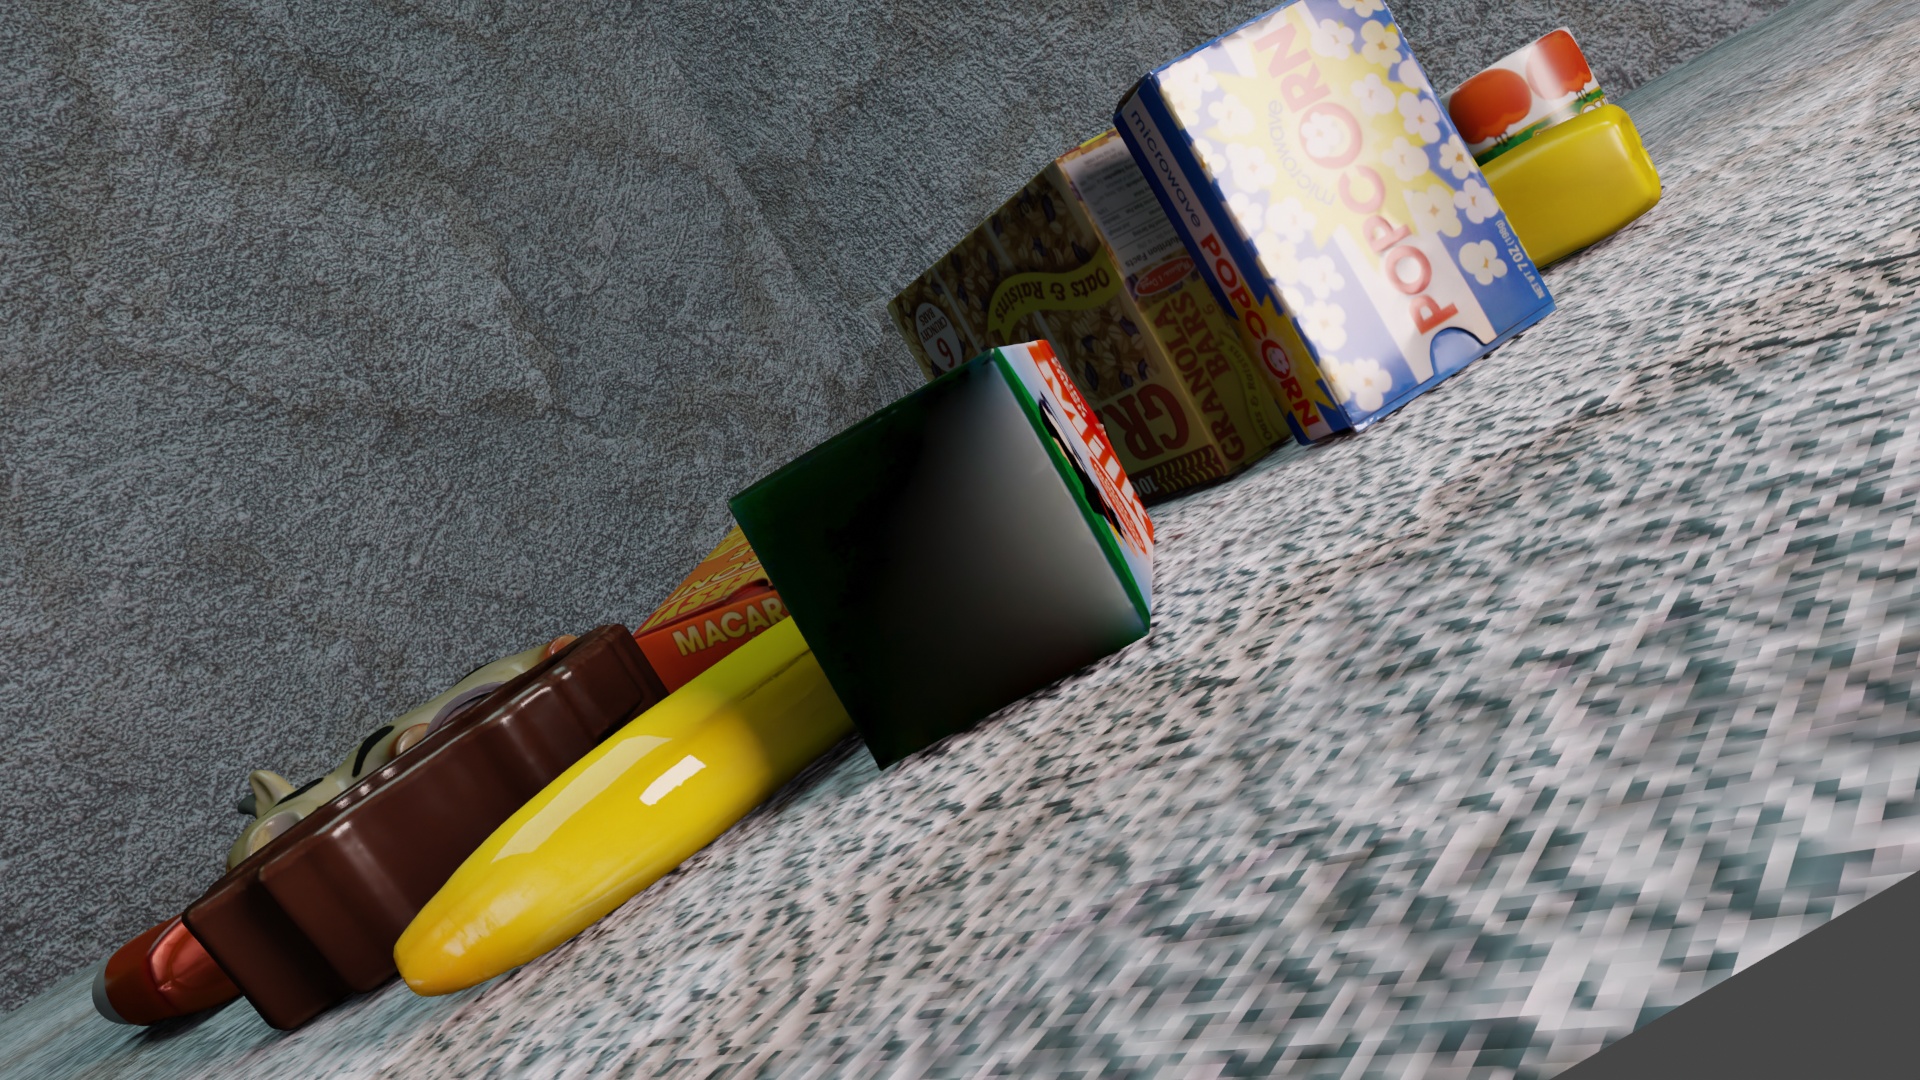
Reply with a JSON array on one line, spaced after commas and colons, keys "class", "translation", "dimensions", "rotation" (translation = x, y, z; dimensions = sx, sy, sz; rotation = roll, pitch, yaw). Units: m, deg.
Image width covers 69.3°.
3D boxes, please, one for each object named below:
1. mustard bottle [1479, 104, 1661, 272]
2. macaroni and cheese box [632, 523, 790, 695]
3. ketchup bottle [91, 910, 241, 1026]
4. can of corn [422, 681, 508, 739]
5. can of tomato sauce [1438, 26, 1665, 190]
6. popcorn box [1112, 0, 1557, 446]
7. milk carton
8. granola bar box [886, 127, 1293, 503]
[{"class": "mustard bottle", "translation": [0.201, -0.119, 0.574], "dimensions": [0.159, 0.049, 0.065], "rotation": [-27, 4, 37]}, {"class": "macaroni and cheese box", "translation": [-0.061, 0.008, 0.626], "dimensions": [0.123, 0.040, 0.167], "rotation": [-20, 16, 18]}, {"class": "ketchup bottle", "translation": [-0.366, 0.199, 0.647], "dimensions": [0.148, 0.043, 0.065], "rotation": [-26, 4, 42]}, {"class": "can of corn", "translation": [-0.195, 0.092, 0.600], "dimensions": [0.071, 0.071, 0.058], "rotation": [-31, 4, -18]}, {"class": "can of tomato sauce", "translation": [0.258, -0.175, 0.617], "dimensions": [0.071, 0.083, 0.071], "rotation": [-30, 4, 2]}, {"class": "popcorn box", "translation": [0.117, -0.105, 0.440], "dimensions": [0.085, 0.126, 0.038], "rotation": [-30, 1, -15]}, {"class": "milk carton", "translation": [0.007, -0.009, 0.396], "dimensions": [0.072, 0.073, 0.191], "rotation": [-29, 4, 11]}, {"class": "granola bar box", "translation": [0.043, -0.071, 0.548], "dimensions": [0.039, 0.124, 0.165], "rotation": [-31, 4, -24]}]
